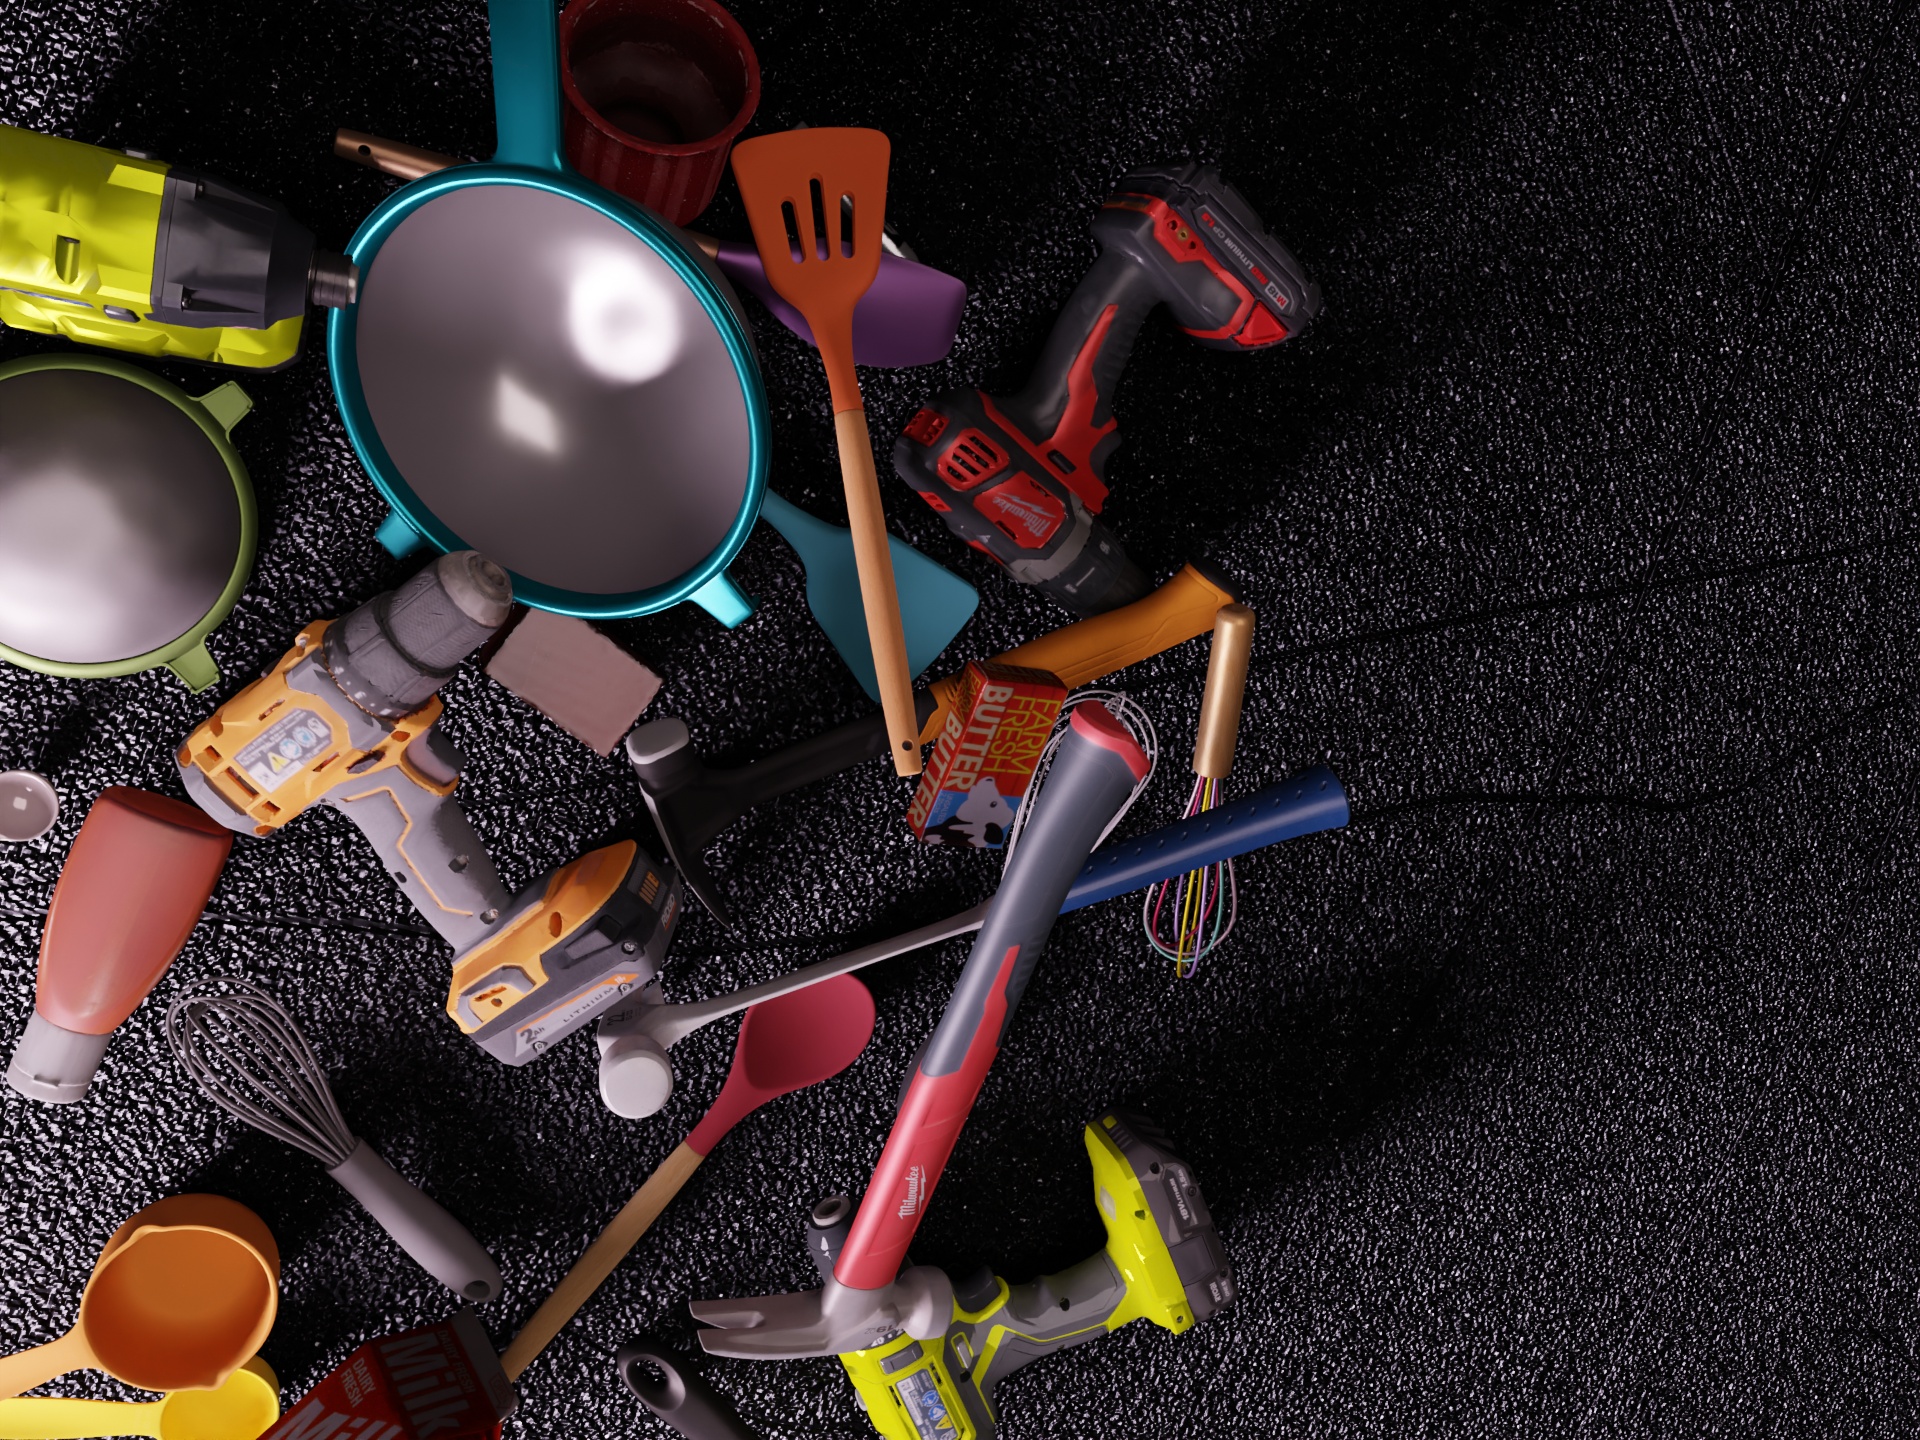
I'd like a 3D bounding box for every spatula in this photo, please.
[{"bbox_3d":[-0.051,-0.132,0.795,0.081,0.041,0.323,-9,86,-12],"label":"spatula"},{"bbox_3d":[-0.131,-0.137,0.815,0.317,0.044,0.082,39,104,-19],"label":"spatula"},{"bbox_3d":[-0.148,-0.239,0.798,0.315,0.018,0.059,13,111,-18],"label":"spatula"}]

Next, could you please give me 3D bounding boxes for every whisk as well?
[{"bbox_3d":[-0.094,0.459,0.932,0.073,0.073,0.295,-44,104,-7],"label":"whisk"},{"bbox_3d":[0.030,0.111,0.910,0.070,0.070,0.284,24,96,-21],"label":"whisk"},{"bbox_3d":[0.140,0.044,0.910,0.047,0.051,0.244,-22,128,-38],"label":"whisk"},{"bbox_3d":[-0.314,0.222,0.819,0.055,0.055,0.238,-39,114,-9],"label":"whisk"}]

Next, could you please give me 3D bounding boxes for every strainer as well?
[{"bbox_3d":[-0.168,-0.213,0.700,0.211,0.095,0.340,12,123,10],"label":"strainer"},{"bbox_3d":[-0.449,-0.097,0.698,0.256,0.069,0.151,8,97,-22],"label":"strainer"}]

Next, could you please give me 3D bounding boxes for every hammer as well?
[{"bbox_3d":[-0.013,0.162,0.770,0.143,0.038,0.386,7,117,-30],"label":"hammer"},{"bbox_3d":[-0.001,-0.003,0.852,0.337,0.034,0.127,-23,130,-10],"label":"hammer"},{"bbox_3d":[0.009,0.100,0.833,0.405,0.144,0.035,-18,104,-9],"label":"hammer"}]

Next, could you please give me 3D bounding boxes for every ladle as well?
[{"bbox_3d":[-0.164,0.259,0.885,0.069,0.031,0.315,42,87,-18],"label":"ladle"}]

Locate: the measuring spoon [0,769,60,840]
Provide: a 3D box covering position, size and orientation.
[{"bbox_3d":[-0.480,0.064,0.750,0.124,0.018,0.034,-35,109,-3],"label":"measuring spoon"}]

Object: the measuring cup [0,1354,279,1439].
[{"bbox_3d":[-0.429,0.348,0.810,0.156,0.029,0.062,8,97,-18],"label":"measuring cup"}]

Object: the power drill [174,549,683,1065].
[{"bbox_3d":[-0.233,0.040,0.766,0.185,0.084,0.226,-35,110,17],"label":"power drill"}]

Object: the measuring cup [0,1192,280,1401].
[{"bbox_3d":[-0.427,0.296,0.788,0.173,0.052,0.095,-19,106,-13],"label":"measuring cup"}]

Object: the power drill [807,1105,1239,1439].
[{"bbox_3d":[0.032,0.326,0.939,0.228,0.080,0.190,-25,107,-11],"label":"power drill"}]

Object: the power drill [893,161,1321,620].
[{"bbox_3d":[0.094,-0.166,0.871,0.187,0.080,0.226,38,90,-28],"label":"power drill"}]

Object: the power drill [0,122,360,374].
[{"bbox_3d":[-0.331,-0.187,0.640,0.171,0.223,0.080,8,97,-20],"label":"power drill"}]
